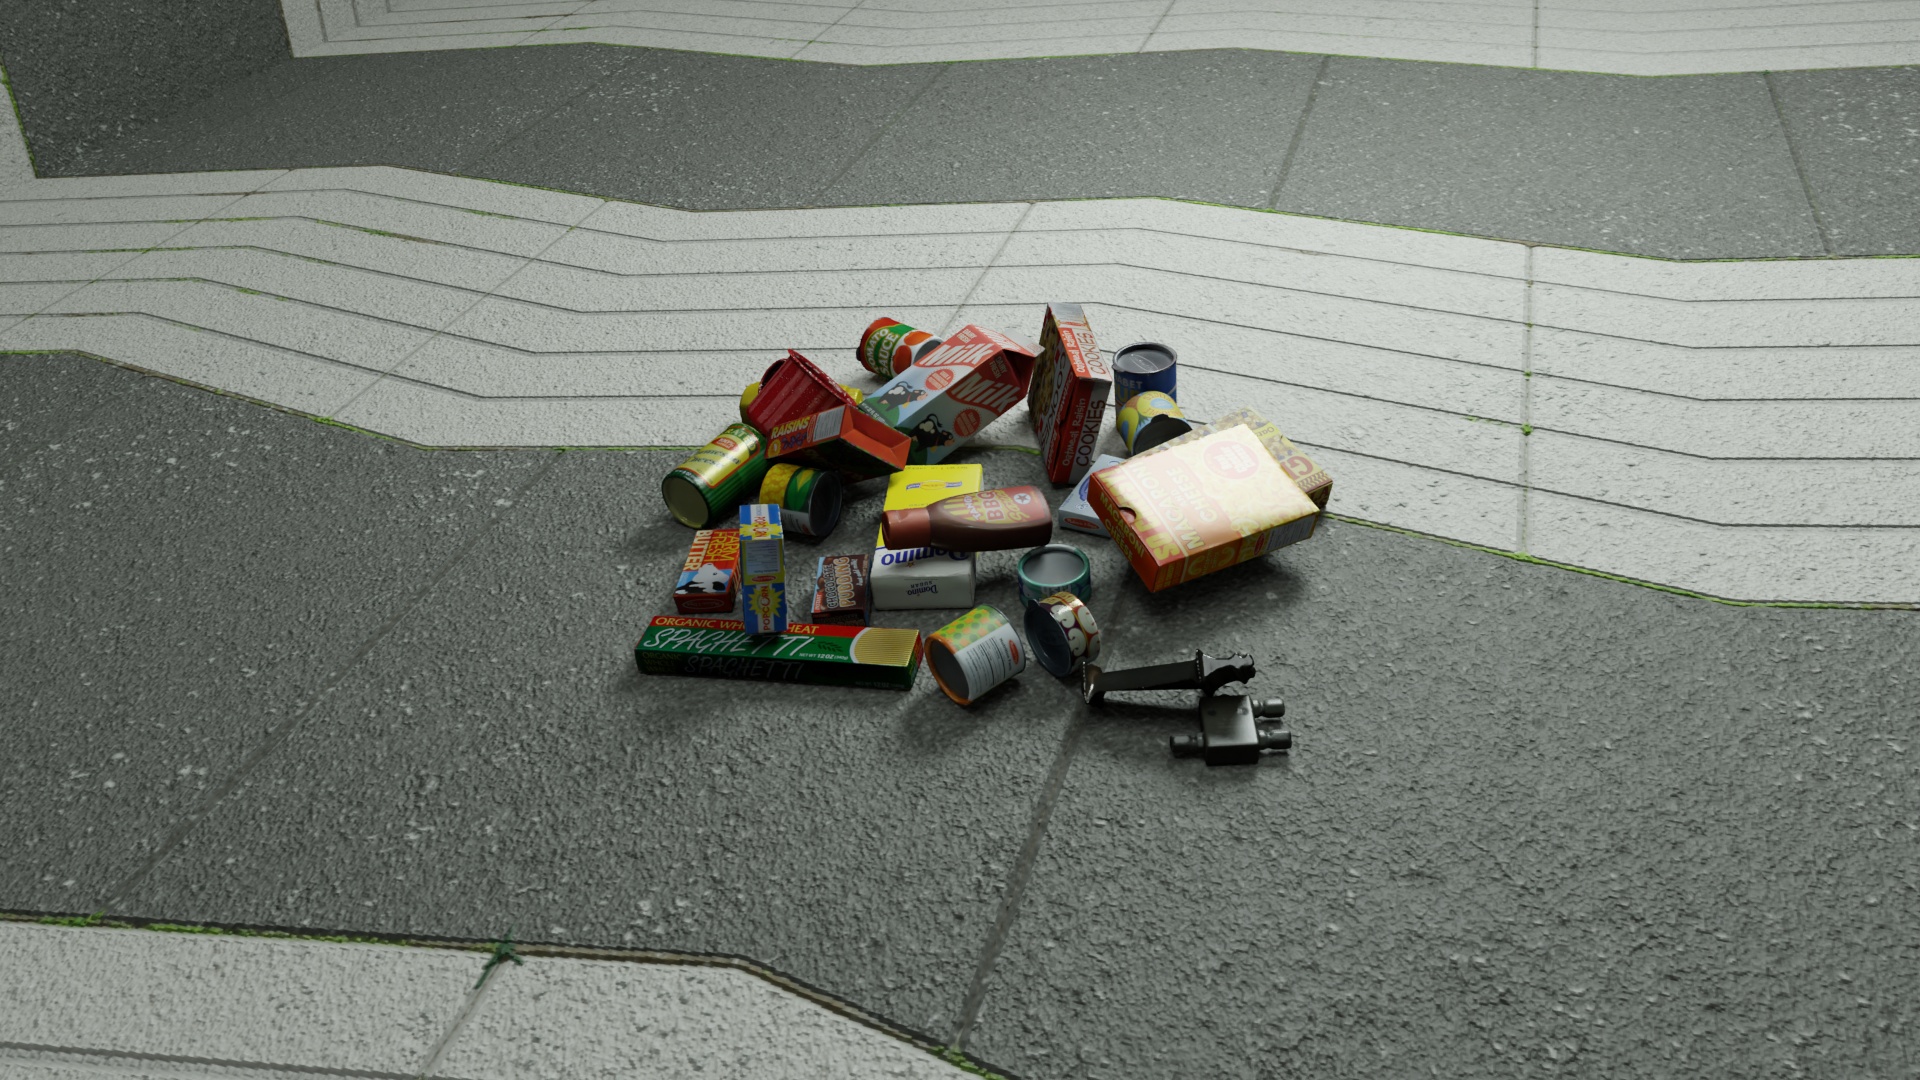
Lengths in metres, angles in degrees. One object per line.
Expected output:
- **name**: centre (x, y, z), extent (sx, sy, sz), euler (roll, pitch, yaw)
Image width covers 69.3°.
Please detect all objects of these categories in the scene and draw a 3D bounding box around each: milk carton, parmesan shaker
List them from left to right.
- **parmesan shaker**: centre (-0.244, -0.065, 1.410), extent (0.071, 0.071, 0.103), euler (16, 42, 28)
- **milk carton**: centre (-0.004, -0.157, 1.448), extent (0.191, 0.073, 0.072), euler (-37, 42, -10)

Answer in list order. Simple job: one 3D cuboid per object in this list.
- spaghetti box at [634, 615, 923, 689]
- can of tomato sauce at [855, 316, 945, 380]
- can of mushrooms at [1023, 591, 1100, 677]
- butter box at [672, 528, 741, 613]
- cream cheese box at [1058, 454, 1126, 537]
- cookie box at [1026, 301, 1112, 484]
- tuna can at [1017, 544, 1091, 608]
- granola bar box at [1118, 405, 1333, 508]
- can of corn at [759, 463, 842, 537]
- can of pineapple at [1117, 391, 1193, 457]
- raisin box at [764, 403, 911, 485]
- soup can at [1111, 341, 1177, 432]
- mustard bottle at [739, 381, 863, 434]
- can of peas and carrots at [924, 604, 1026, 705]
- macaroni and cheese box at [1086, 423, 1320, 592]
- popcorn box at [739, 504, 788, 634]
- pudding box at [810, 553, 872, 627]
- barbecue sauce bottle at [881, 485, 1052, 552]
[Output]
- **spaghetti box**: centre (-0.159, 0.097, 1.206), extent (0.250, 0.028, 0.050), euler (2, 36, 12)
- **can of tomato sauce**: centre (-0.065, -0.212, 1.584), extent (0.083, 0.070, 0.071), euler (26, 47, 36)
- **can of mushrooms**: centre (0.084, 0.076, 1.162), extent (0.033, 0.070, 0.071), euler (-24, 39, -25)
- **butter box**: centre (-0.234, 0.027, 1.317), extent (0.053, 0.024, 0.104), euler (-2, 36, 7)
- **cream cheese box**: centre (0.141, -0.044, 1.357), extent (0.053, 0.024, 0.104), euler (15, 41, 24)
- **cookie box**: centre (0.108, -0.153, 1.424), extent (0.040, 0.122, 0.168), euler (4, 35, -11)
- **tuna can**: centre (0.084, 0.036, 1.248), extent (0.071, 0.032, 0.071), euler (-4, 35, 3)
- **granola bar box**: centre (0.250, -0.054, 1.319), extent (0.166, 0.038, 0.124), euler (-24, 53, -23)
- **can of corn**: centre (-0.155, -0.042, 1.364), extent (0.058, 0.070, 0.071), euler (10, 39, 22)
- **can of pineapple**: centre (0.197, -0.111, 1.402), extent (0.071, 0.070, 0.058), euler (-11, 36, -6)
- **raisin box**: centre (-0.123, -0.091, 1.371), extent (0.123, 0.086, 0.040), euler (-11, 62, 45)
- **soup can**: centre (0.191, -0.155, 1.451), extent (0.071, 0.083, 0.072), euler (-4, 36, 3)
- **mustard bottle**: centre (-0.159, -0.146, 1.523), extent (0.160, 0.048, 0.066), euler (1, 37, 9)
- **can of peas and carrots**: centre (0.010, 0.095, 1.153), extent (0.059, 0.070, 0.071), euler (-28, 41, -27)
- **macaroni and cheese box**: centre (0.215, -0.033, 1.244), extent (0.167, 0.040, 0.124), euler (-18, 51, -18)
- **popcorn box**: centre (-0.175, 0.023, 1.231), extent (0.038, 0.085, 0.127), euler (-3, 15, -8)
- **pudding box**: centre (-0.107, 0.049, 1.263), extent (0.050, 0.030, 0.084), euler (-4, 36, 5)
- **barbecue sauce bottle**: centre (0.004, -0.016, 1.251), extent (0.149, 0.043, 0.065), euler (-6, 39, -15)
